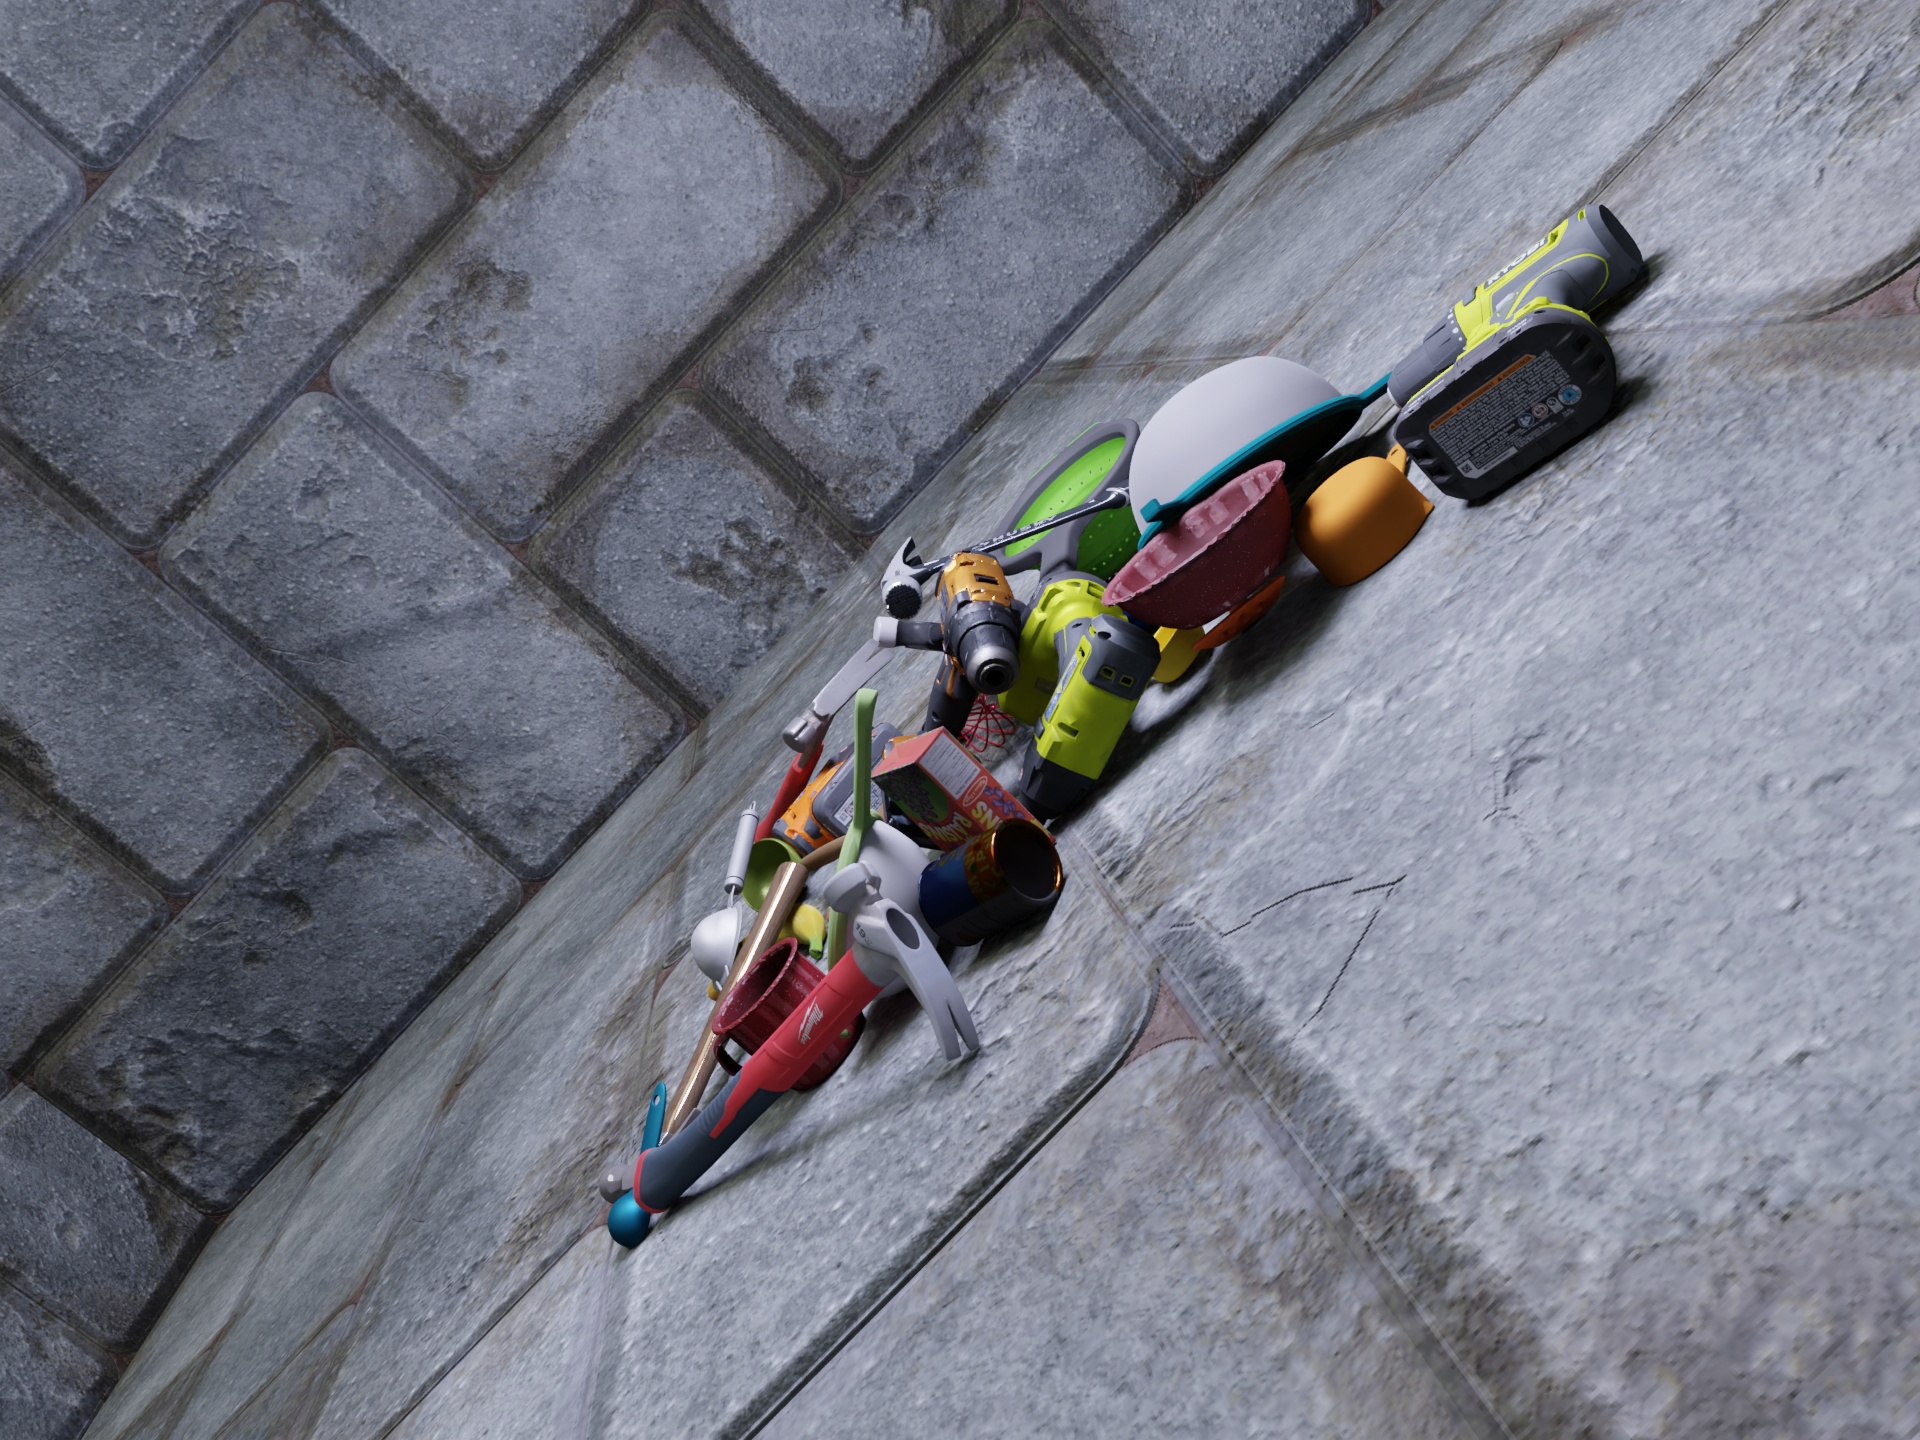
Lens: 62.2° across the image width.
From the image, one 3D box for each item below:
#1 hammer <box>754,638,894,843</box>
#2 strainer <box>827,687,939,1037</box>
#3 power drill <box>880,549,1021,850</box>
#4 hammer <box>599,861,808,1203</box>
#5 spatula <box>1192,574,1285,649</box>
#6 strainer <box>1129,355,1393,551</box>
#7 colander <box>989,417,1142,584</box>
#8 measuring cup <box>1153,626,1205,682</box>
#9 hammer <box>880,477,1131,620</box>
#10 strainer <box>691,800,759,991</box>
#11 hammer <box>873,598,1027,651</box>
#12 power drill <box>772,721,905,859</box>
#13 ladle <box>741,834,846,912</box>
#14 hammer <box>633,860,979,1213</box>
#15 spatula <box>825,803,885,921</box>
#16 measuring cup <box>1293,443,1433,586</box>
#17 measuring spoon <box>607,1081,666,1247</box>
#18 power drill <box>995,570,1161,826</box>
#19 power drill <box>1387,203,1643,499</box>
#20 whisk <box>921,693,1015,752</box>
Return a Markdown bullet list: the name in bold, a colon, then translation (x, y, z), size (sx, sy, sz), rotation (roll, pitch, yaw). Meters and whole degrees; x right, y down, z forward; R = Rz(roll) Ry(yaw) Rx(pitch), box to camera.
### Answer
- **hammer**: translation (-0.167, 0.047, 1.723), size (0.149, 0.037, 0.359), rotation (-48, -5, -32)
- **strainer**: translation (-0.047, 0.096, 1.154), size (0.151, 0.069, 0.256), rotation (-67, -18, -62)
- **power drill**: translation (-0.002, -0.004, 1.279), size (0.185, 0.084, 0.226), rotation (-103, 26, -62)
- **hammer**: translation (-0.205, 0.260, 1.380), size (0.130, 0.031, 0.331), rotation (-28, 31, 47)
- **spatula**: translation (0.204, -0.109, 1.255), size (0.081, 0.041, 0.323), rotation (-39, 13, 12)
- **strainer**: translation (0.265, -0.263, 1.283), size (0.340, 0.095, 0.211), rotation (-34, -8, 4)
- **colander**: translation (0.123, -0.161, 1.550), size (0.204, 0.094, 0.397), rotation (-38, 20, 25)
- **measuring cup**: translation (0.149, -0.038, 1.272), size (0.062, 0.029, 0.156), rotation (-59, 6, -29)
- **hammer**: translation (0.121, -0.192, 1.423), size (0.409, 0.036, 0.149), rotation (-20, 21, 5)
- **strainer**: translation (-0.226, 0.168, 1.561), size (0.259, 0.050, 0.086), rotation (-84, 20, -51)
- **hammer**: translation (0.014, -0.088, 1.517), size (0.335, 0.146, 0.035), rotation (177, 98, -78)
- **power drill**: translation (-0.102, 0.066, 1.609), size (0.164, 0.084, 0.226), rotation (-51, 10, -17)
- **ladle**: translation (-0.152, 0.135, 1.519), size (0.320, 0.062, 0.078), rotation (148, 119, -67)
- **hammer**: translation (-0.129, 0.265, 1.125), size (0.038, 0.143, 0.386), rotation (-12, -30, -48)
- **spatula**: translation (-0.056, 0.043, 1.422), size (0.317, 0.044, 0.082), rotation (-62, 24, 12)
- **measuring cup**: translation (0.288, -0.168, 1.136), size (0.095, 0.052, 0.174), rotation (-35, 20, 41)
- **measuring spoon**: translation (-0.257, 0.350, 1.261), size (0.042, 0.021, 0.129), rotation (-11, 62, 43)
- **power drill**: translation (0.084, -0.021, 1.257), size (0.223, 0.080, 0.171), rotation (-96, 31, -70)
- **power drill**: translation (0.364, -0.243, 1.081), size (0.190, 0.080, 0.229), rotation (-36, 14, 37)
- **whisk**: translation (-0.001, -0.001, 1.547), size (0.073, 0.073, 0.296), rotation (-49, 7, -10)
